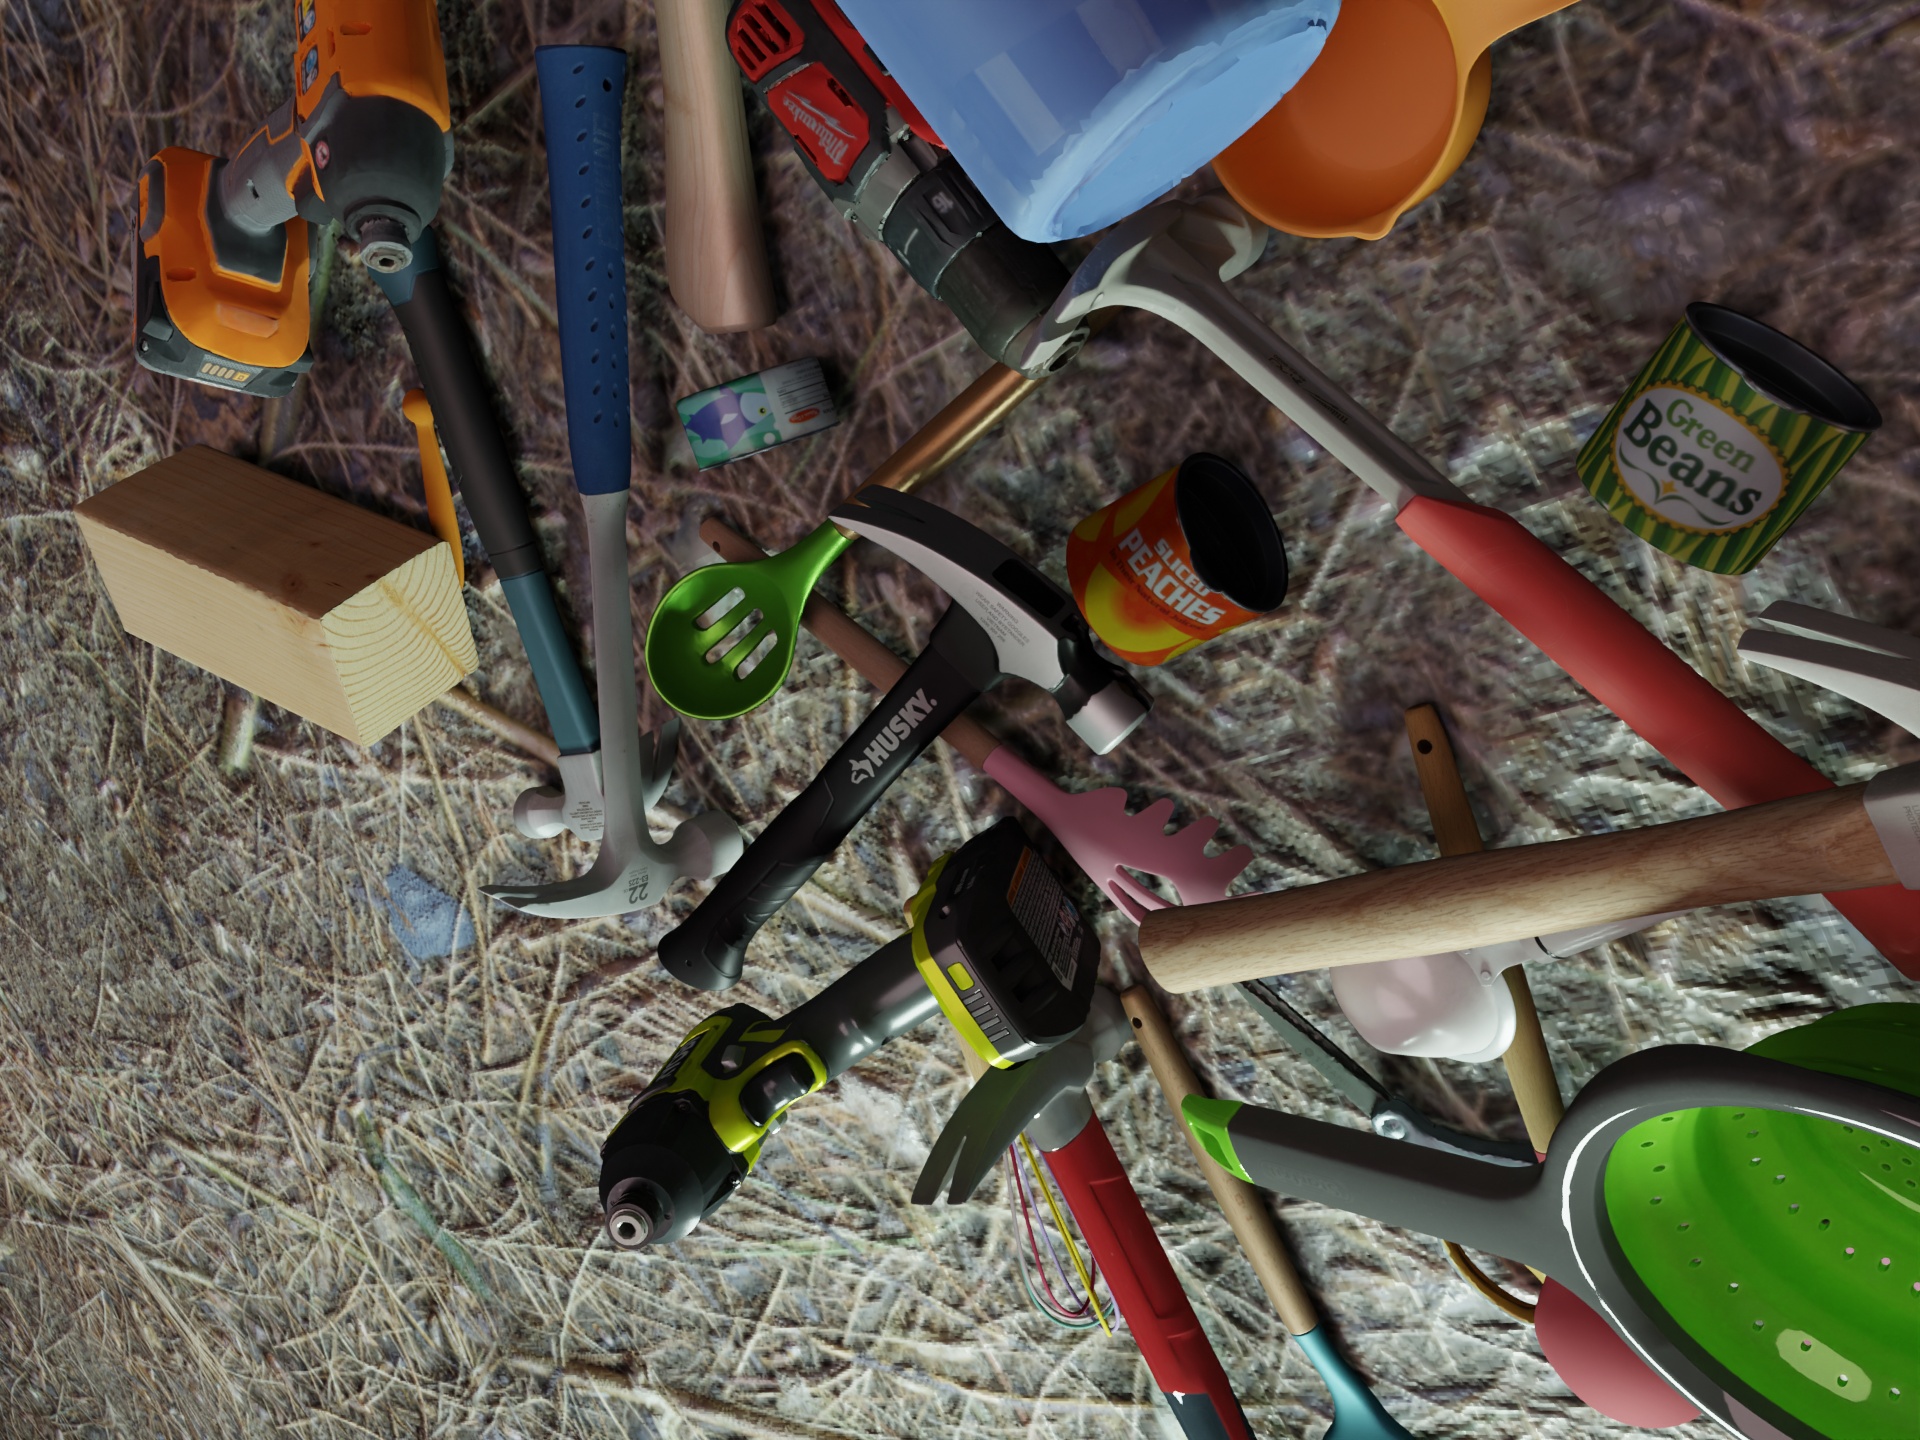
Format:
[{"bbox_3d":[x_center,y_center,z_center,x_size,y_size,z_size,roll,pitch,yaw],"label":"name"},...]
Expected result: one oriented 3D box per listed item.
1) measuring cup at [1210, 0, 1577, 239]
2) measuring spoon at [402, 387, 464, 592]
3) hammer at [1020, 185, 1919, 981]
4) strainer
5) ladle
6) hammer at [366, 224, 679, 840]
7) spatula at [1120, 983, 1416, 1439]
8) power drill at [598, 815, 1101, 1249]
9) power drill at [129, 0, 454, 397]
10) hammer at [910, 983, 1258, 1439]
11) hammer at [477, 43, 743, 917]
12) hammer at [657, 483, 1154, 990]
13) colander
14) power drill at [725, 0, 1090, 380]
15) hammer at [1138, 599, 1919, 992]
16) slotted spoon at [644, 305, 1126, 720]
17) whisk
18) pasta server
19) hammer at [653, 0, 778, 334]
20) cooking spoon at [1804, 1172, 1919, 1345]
[{"bbox_3d":[0.160,-0.217,0.496,0.173,0.052,0.095,-18,101,37],"label":"measuring cup"},{"bbox_3d":[-0.290,-0.123,0.871,0.021,0.011,0.116,11,118,30],"label":"measuring spoon"},{"bbox_3d":[0.185,-0.040,0.520,0.359,0.149,0.036,42,132,3],"label":"hammer"},{"bbox_3d":[0.200,0.078,0.565,0.087,0.050,0.258,51,146,3],"label":"strainer"},{"bbox_3d":[0.227,0.142,0.625,0.069,0.031,0.315,-16,96,34],"label":"ladle"},{"bbox_3d":[-0.238,-0.091,0.839,0.128,0.033,0.331,-5,109,37],"label":"hammer"},{"bbox_3d":[0.146,0.268,0.743,0.082,0.044,0.317,-23,97,43],"label":"spatula"},{"bbox_3d":[-0.054,0.143,0.702,0.223,0.171,0.080,-33,95,14],"label":"power drill"},{"bbox_3d":[-0.316,-0.244,0.755,0.226,0.084,0.164,-26,67,39],"label":"power drill"},{"bbox_3d":[0.103,0.324,0.750,0.038,0.143,0.386,-14,108,41],"label":"hammer"},{"bbox_3d":[-0.170,-0.096,0.743,0.035,0.144,0.405,15,113,37],"label":"hammer"},{"bbox_3d":[-0.063,0.034,0.732,0.146,0.035,0.334,45,131,1],"label":"hammer"},{"bbox_3d":[0.246,0.155,0.554,0.397,0.094,0.204,0,125,51],"label":"colander"},{"bbox_3d":[0.025,-0.249,0.551,0.188,0.080,0.226,53,133,8],"label":"power drill"},{"bbox_3d":[0.180,0.053,0.514,0.331,0.031,0.130,-20,101,50],"label":"hammer"},{"bbox_3d":[-0.032,-0.096,0.683,0.313,0.031,0.070,-37,90,33],"label":"slotted spoon"},{"bbox_3d":[0.025,0.199,0.797,0.051,0.047,0.245,-21,95,27],"label":"whisk"},{"bbox_3d":[-0.001,-0.002,0.727,0.316,0.040,0.060,39,128,18],"label":"pasta server"},{"bbox_3d":[-0.112,-0.361,0.621,0.146,0.038,0.410,6,116,31],"label":"hammer"},{"bbox_3d":[0.340,0.123,0.527,0.069,0.017,0.318,13,130,21],"label":"cooking spoon"}]
